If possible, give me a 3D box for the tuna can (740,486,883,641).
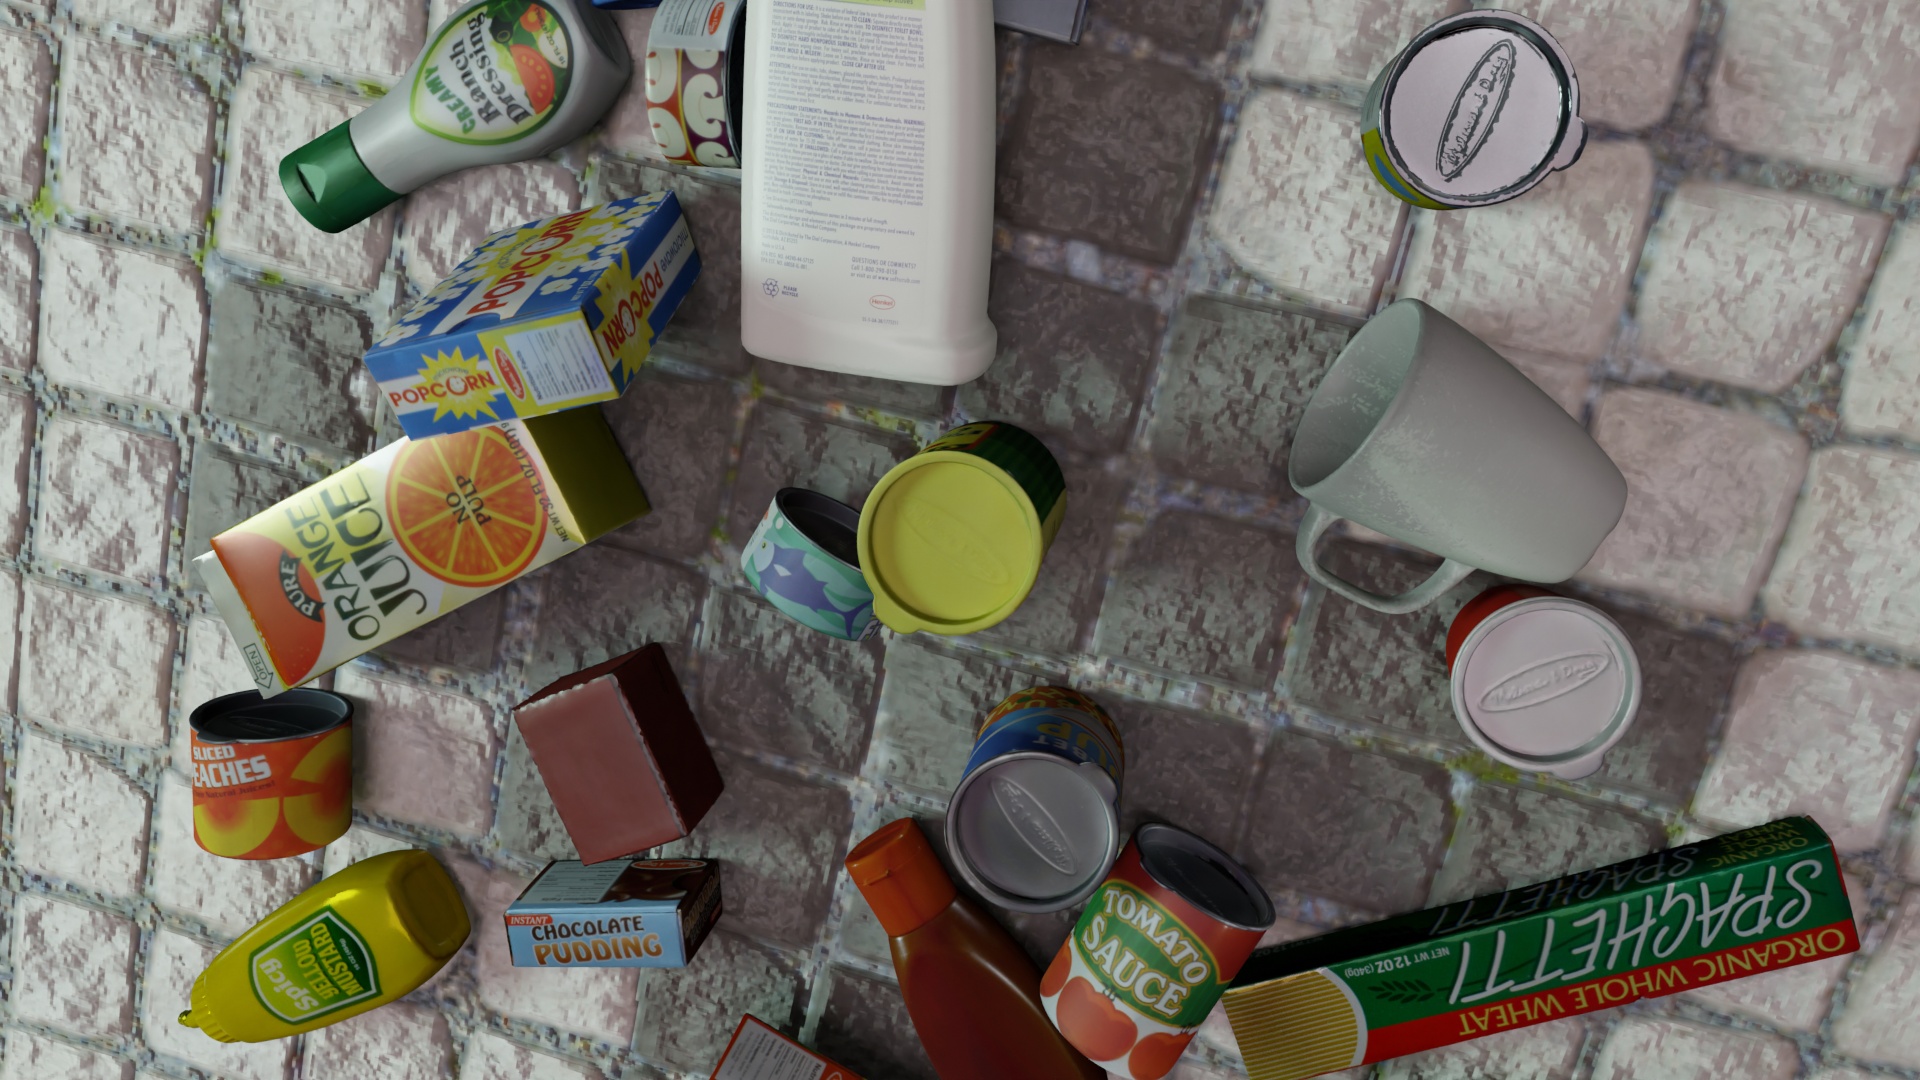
[{"bbox_3d":[-0.052,0.011,0.568,0.071,0.071,0.032,33,106,1],"label":"tuna can"}]

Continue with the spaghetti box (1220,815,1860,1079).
[{"bbox_3d":[0.233,0.172,0.575,0.250,0.029,0.050,-18,99,12],"label":"spaghetti box"}]

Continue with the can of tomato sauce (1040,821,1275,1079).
[{"bbox_3d":[0.080,0.171,0.578,0.071,0.071,0.083,30,105,2],"label":"can of tomato sauce"}]

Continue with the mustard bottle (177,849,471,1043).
[{"bbox_3d":[-0.311,0.202,0.656,0.160,0.049,0.065,-28,94,13],"label":"mustard bottle"}]

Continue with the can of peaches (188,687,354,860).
[{"bbox_3d":[-0.311,0.105,0.625,0.071,0.071,0.058,8,104,7],"label":"can of peaches"}]

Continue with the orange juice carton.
[{"bbox_3d":[-0.239,0.001,0.592,0.192,0.073,0.071,-24,97,13],"label":"orange juice carton"}]

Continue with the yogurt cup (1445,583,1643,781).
[{"bbox_3d":[0.221,0.049,0.539,0.072,0.054,0.072,2,102,9],"label":"yogurt cup"}]

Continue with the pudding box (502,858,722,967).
[{"bbox_3d":[-0.155,0.167,0.624,0.084,0.050,0.030,-3,103,10],"label":"pudding box"}]

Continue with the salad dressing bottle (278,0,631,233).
[{"bbox_3d":[-0.208,-0.174,0.567,0.147,0.044,0.064,-25,98,13],"label":"salad dressing bottle"}]

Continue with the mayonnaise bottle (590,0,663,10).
[{"bbox_3d":[-0.135,-0.281,0.526,0.041,0.065,0.147,-3,104,13],"label":"mayonnaise bottle"}]

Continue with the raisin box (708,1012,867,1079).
[{"bbox_3d":[-0.061,0.274,0.621,0.123,0.040,0.085,29,130,2],"label":"raisin box"}]

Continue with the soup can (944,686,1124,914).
[{"bbox_3d":[0.035,0.101,0.563,0.071,0.084,0.071,2,102,8],"label":"soup can"}]

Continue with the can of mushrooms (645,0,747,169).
[{"bbox_3d":[-0.095,-0.176,0.538,0.033,0.071,0.071,6,102,8],"label":"can of mushrooms"}]

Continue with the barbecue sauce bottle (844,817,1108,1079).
[{"bbox_3d":[0.002,0.193,0.608,0.064,0.044,0.148,-30,95,18],"label":"barbecue sauce bottle"}]

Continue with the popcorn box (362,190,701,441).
[{"bbox_3d":[-0.157,-0.090,0.533,0.085,0.127,0.038,-10,120,11],"label":"popcorn box"}]

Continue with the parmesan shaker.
[{"bbox_3d":[0.002,-0.007,0.537,0.071,0.103,0.071,2,101,8],"label":"parmesan shaker"}]

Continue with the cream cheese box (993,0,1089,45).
[{"bbox_3d":[0.002,-0.229,0.533,0.104,0.024,0.053,16,105,6],"label":"cream cheese box"}]

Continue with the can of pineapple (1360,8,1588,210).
[{"bbox_3d":[0.183,-0.152,0.503,0.071,0.058,0.071,2,102,9],"label":"can of pineapple"}]
